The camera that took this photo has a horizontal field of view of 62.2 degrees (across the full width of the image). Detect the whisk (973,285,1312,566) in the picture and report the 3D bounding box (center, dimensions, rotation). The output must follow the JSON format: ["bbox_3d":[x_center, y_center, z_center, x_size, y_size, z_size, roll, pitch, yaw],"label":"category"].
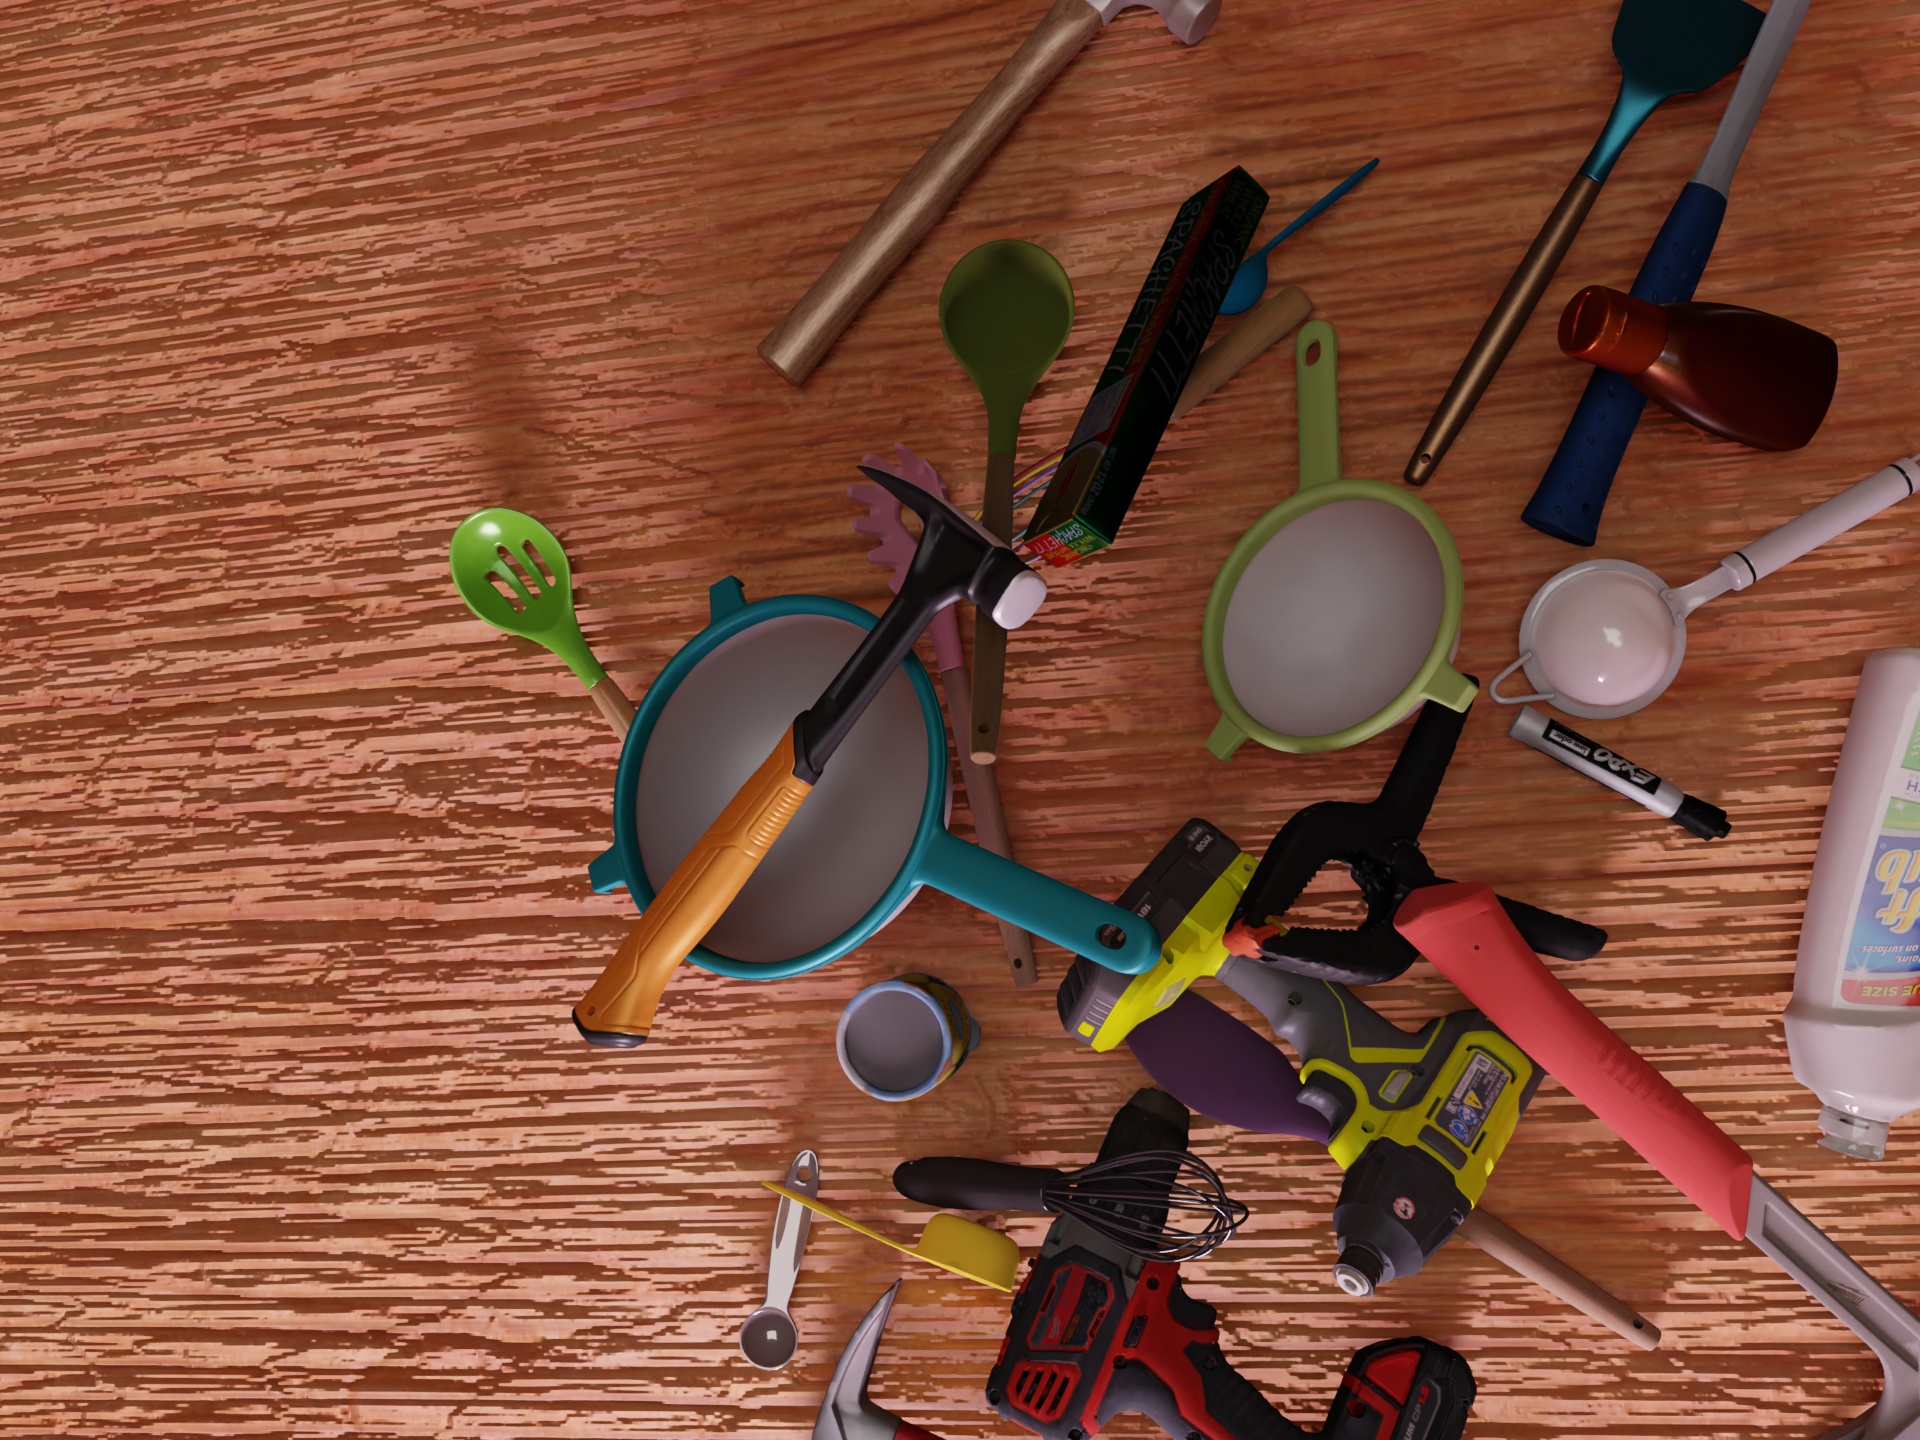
[{"bbox_3d":[0.100,-0.163,0.907,0.245,0.051,0.047,-38,101,2],"label":"whisk"}]

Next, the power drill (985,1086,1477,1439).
[{"bbox_3d":[0.146,0.316,0.830,0.227,0.080,0.188,22,74,14],"label":"power drill"}]

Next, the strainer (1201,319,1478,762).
[{"bbox_3d":[0.211,-0.097,0.868,0.151,0.069,0.256,-16,62,39],"label":"strainer"}]

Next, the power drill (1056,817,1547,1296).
[{"bbox_3d":[0.168,0.167,0.809,0.223,0.080,0.171,37,52,15],"label":"power drill"}]

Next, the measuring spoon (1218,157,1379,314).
[{"bbox_3d":[0.192,-0.270,0.898,0.128,0.042,0.021,-40,90,-1],"label":"measuring spoon"}]

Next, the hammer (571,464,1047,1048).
[{"bbox_3d":[-0.098,0.028,0.823,0.127,0.034,0.337,41,98,34],"label":"hammer"}]

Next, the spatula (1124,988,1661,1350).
[{"bbox_3d":[0.226,0.241,0.851,0.316,0.018,0.060,31,62,11],"label":"spatula"}]

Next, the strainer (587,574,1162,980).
[{"bbox_3d":[-0.031,0.063,0.857,0.340,0.095,0.211,22,87,29],"label":"strainer"}]

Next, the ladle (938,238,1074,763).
[{"bbox_3d":[0.019,-0.126,0.851,0.078,0.062,0.320,0,60,8],"label":"ladle"}]

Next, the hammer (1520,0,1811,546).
[{"bbox_3d":[0.391,-0.289,0.834,0.144,0.035,0.405,21,95,-23],"label":"hammer"}]

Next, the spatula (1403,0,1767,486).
[{"bbox_3d":[0.331,-0.268,0.874,0.082,0.044,0.317,31,97,11],"label":"spatula"}]

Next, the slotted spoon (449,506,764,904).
[{"bbox_3d":[-0.204,0.000,0.959,0.070,0.031,0.314,-38,81,5],"label":"slotted spoon"}]

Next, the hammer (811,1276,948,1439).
[{"bbox_3d":[0.105,0.439,0.854,0.386,0.038,0.143,19,88,12],"label":"hammer"}]

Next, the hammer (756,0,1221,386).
[{"bbox_3d":[-0.004,-0.335,0.942,0.130,0.031,0.331,43,95,11],"label":"hammer"}]

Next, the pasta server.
[{"bbox_3d":[-0.001,-0.003,0.912,0.060,0.040,0.316,-16,83,25],"label":"pasta server"}]

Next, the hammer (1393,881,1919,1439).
[{"bbox_3d":[0.348,0.215,0.777,0.359,0.037,0.149,41,102,-1],"label":"hammer"}]

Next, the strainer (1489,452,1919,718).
[{"bbox_3d":[0.401,-0.075,0.835,0.258,0.050,0.087,-30,96,5],"label":"strainer"}]

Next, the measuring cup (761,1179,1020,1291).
[{"bbox_3d":[-0.039,0.278,0.892,0.156,0.062,0.029,17,70,19],"label":"measuring cup"}]

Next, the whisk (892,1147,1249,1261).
[{"bbox_3d":[0.046,0.247,0.826,0.239,0.055,0.055,-11,82,45],"label":"whisk"}]

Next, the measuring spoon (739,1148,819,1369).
[{"bbox_3d":[-0.100,0.310,0.921,0.034,0.018,0.124,11,81,7],"label":"measuring spoon"}]
